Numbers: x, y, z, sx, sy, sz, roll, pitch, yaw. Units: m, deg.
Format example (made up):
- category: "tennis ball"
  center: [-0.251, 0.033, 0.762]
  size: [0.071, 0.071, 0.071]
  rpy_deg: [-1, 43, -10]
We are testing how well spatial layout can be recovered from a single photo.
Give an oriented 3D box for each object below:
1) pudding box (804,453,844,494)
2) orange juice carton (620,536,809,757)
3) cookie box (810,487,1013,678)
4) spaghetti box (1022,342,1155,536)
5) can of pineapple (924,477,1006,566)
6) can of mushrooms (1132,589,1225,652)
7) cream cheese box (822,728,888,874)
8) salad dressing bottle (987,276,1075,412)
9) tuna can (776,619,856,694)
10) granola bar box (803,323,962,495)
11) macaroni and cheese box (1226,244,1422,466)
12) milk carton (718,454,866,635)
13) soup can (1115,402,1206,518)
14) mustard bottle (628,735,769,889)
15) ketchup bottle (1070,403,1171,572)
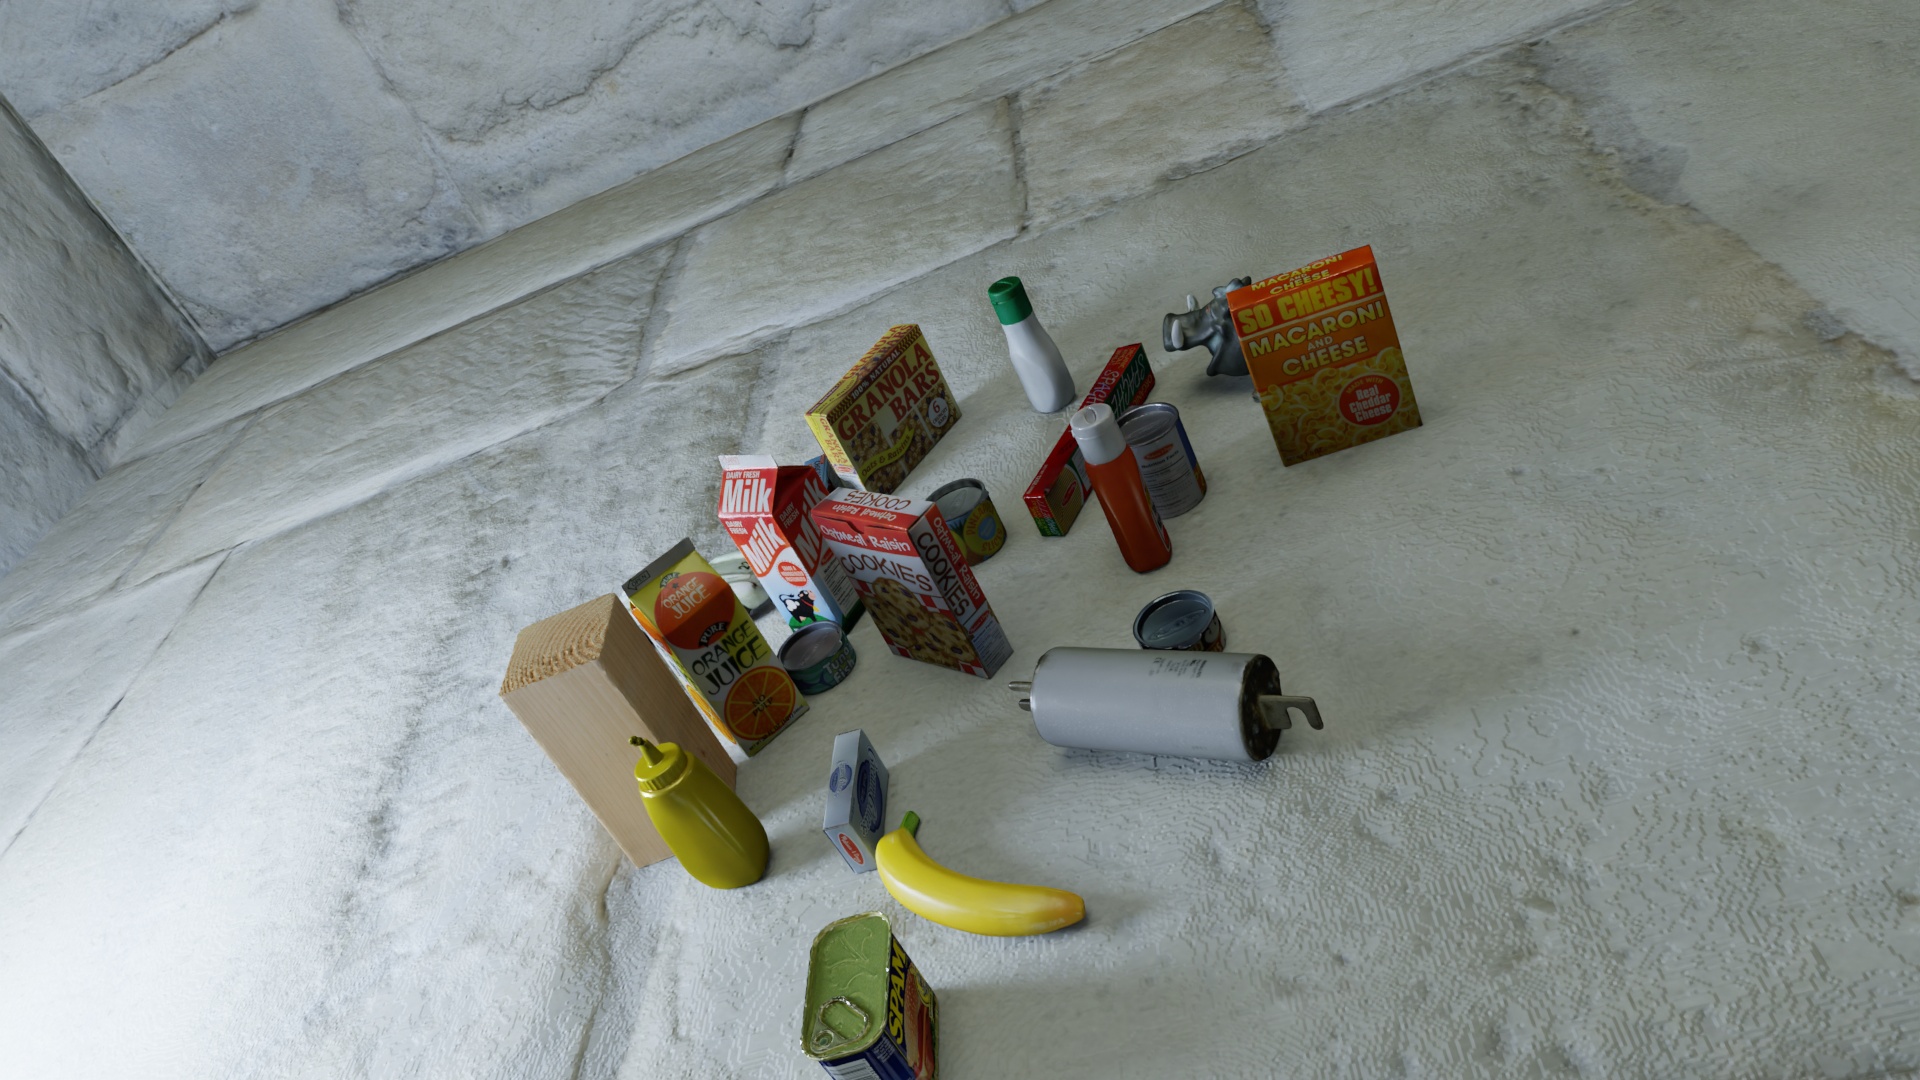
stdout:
- category: "pudding box"
  center: [-0.146, -0.051, 1.484]
  size: [0.030, 0.049, 0.084]
  rpy_deg: [-21, 32, 11]
- category: "orange juice carton"
  center: [-0.215, 0.088, 1.198]
  size: [0.072, 0.192, 0.073]
  rpy_deg: [-40, 33, -19]
- category: "cookie box"
  center: [-0.041, 0.036, 1.168]
  size: [0.123, 0.166, 0.040]
  rpy_deg: [10, 47, 45]
- category: "spaghetti box"
  center: [0.130, -0.102, 1.352]
  size: [0.028, 0.050, 0.251]
  rpy_deg: [-2, 40, 36]
- category: "can of pineapple"
  center: [0.005, -0.016, 1.314]
  size: [0.071, 0.057, 0.071]
  rpy_deg: [-19, 32, 13]
- category: "can of mushrooms"
  center: [0.171, 0.073, 1.081]
  size: [0.071, 0.033, 0.071]
  rpy_deg: [-19, 32, 13]
- category: "cream cheese box"
  center: [-0.079, 0.199, 1.068]
  size: [0.024, 0.053, 0.104]
  rpy_deg: [-19, 32, 14]
- category: "salad dressing bottle"
  center: [0.073, -0.204, 1.450]
  size: [0.044, 0.147, 0.064]
  rpy_deg: [-39, 33, -18]
- category: "tuna can"
  center: [-0.128, 0.106, 1.259]
  size: [0.071, 0.032, 0.071]
  rpy_deg: [-19, 32, 13]
- category: "granola bar box"
  center: [-0.080, -0.134, 1.485]
  size: [0.039, 0.123, 0.166]
  rpy_deg: [6, 44, 42]
- category: "macaroni and cheese box"
  center: [0.310, -0.155, 1.182]
  size: [0.123, 0.165, 0.040]
  rpy_deg: [-18, 33, 16]
- category: "milk carton"
  center: [-0.156, -0.005, 1.290]
  size: [0.072, 0.189, 0.074]
  rpy_deg: [0, 41, 37]
- category: "soup can"
  center: [0.176, -0.072, 1.242]
  size: [0.071, 0.083, 0.072]
  rpy_deg: [-19, 32, 13]
- category: "mustard bottle"
  center: [-0.205, 0.200, 1.058]
  size: [0.065, 0.159, 0.049]
  rpy_deg: [-14, 34, 21]
- category: "ketchup bottle"
  center: [0.134, -0.046, 1.172]
  size: [0.043, 0.148, 0.065]
  rpy_deg: [-23, 32, 8]
